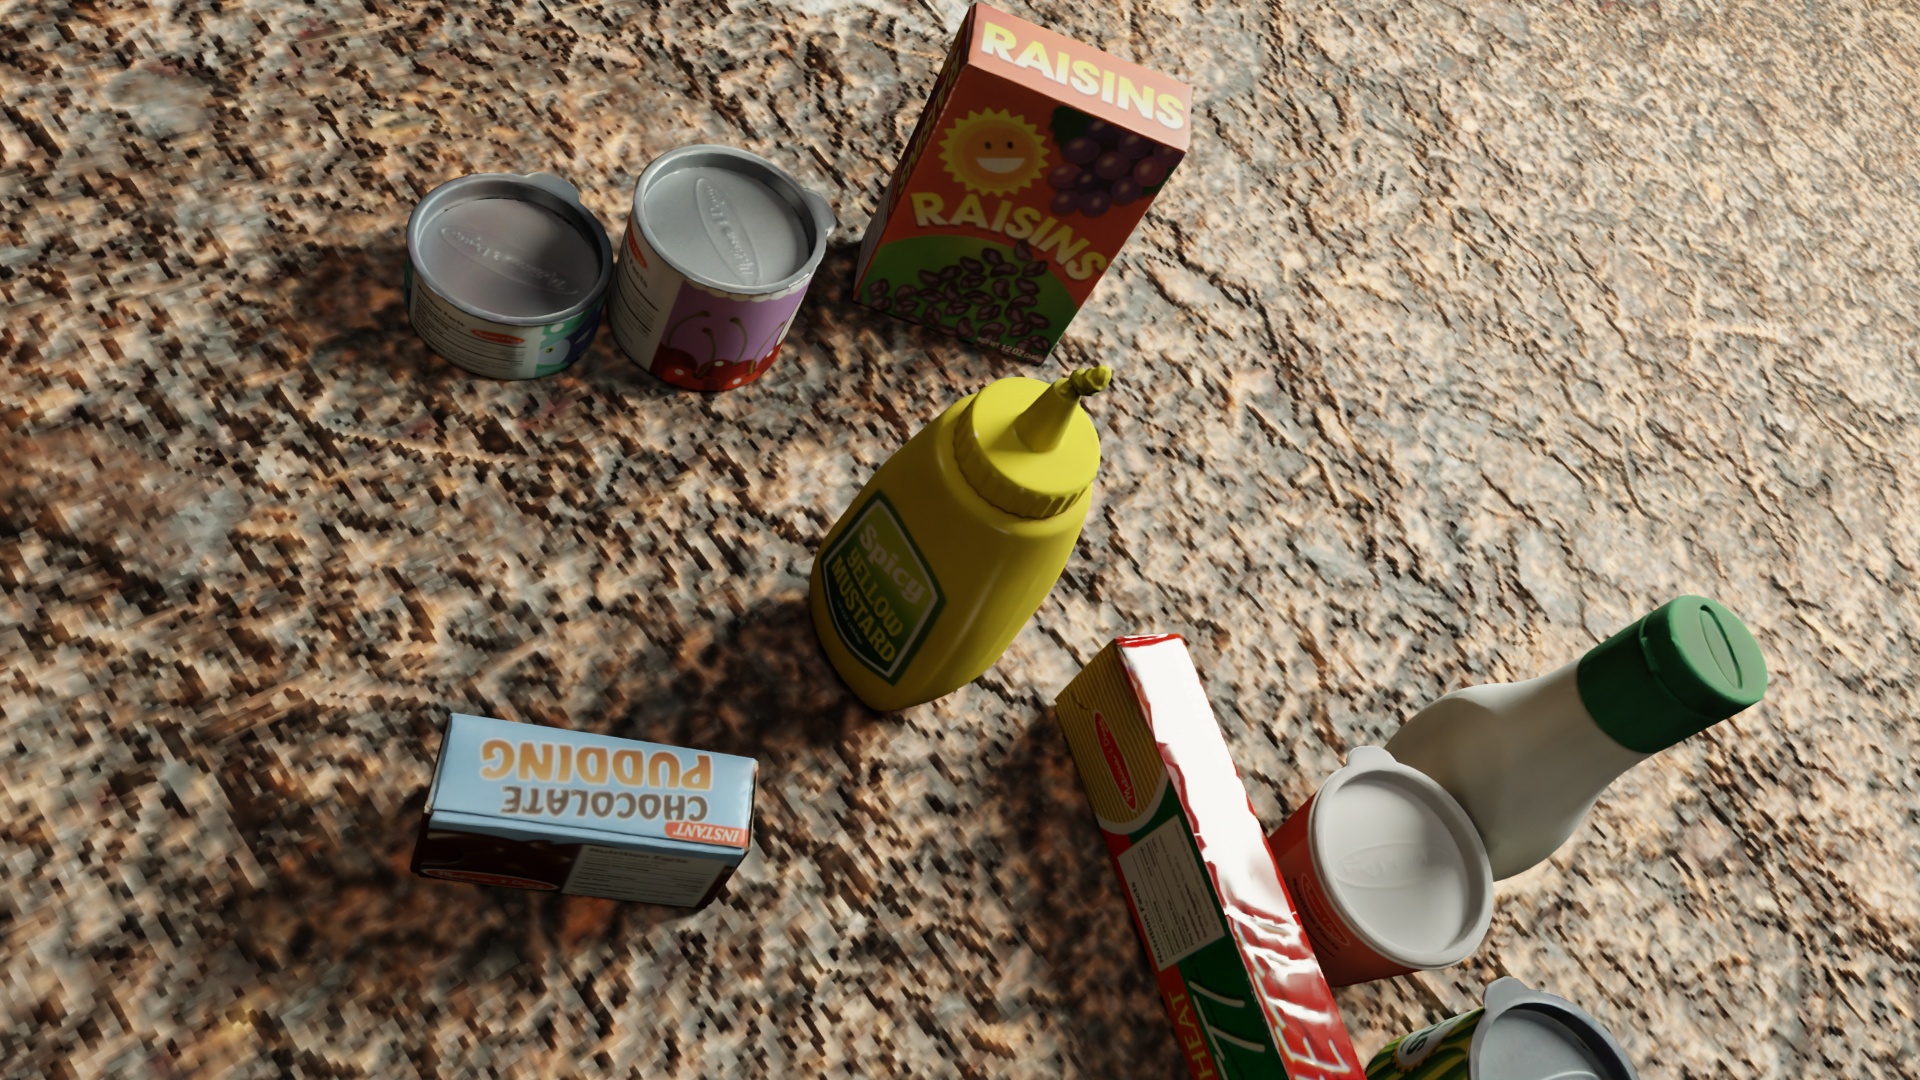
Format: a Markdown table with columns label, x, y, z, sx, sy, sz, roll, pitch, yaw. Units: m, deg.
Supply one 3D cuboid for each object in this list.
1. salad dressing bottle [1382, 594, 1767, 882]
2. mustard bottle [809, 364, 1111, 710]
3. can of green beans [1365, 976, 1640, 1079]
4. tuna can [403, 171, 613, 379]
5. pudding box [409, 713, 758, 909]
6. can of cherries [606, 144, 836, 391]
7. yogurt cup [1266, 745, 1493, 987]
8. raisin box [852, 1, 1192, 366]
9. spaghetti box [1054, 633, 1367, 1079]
| label | x | y | z | sx | sy | sz | roll | pitch | yaw |
| --- | --- | --- | --- | --- | --- | --- | --- | --- | --- |
| salad dressing bottle | 0.192 | 0.068 | 0.457 | 0.044 | 0.147 | 0.064 | 8 | 57 | -20 |
| mustard bottle | 0.001 | -0.005 | 0.408 | 0.049 | 0.159 | 0.065 | -22 | 70 | -34 |
| can of green beans | 0.167 | 0.180 | 0.429 | 0.071 | 0.057 | 0.071 | 12 | 55 | -18 |
| tuna can | -0.153 | -0.092 | 0.474 | 0.071 | 0.032 | 0.071 | 12 | 55 | -18 |
| pudding box | -0.102 | 0.075 | 0.378 | 0.084 | 0.049 | 0.030 | 11 | 55 | -18 |
| can of cherries | -0.085 | -0.095 | 0.491 | 0.071 | 0.058 | 0.072 | 12 | 55 | -18 |
| yogurt cup | 0.131 | 0.113 | 0.459 | 0.072 | 0.053 | 0.073 | 12 | 55 | -18 |
| raisin box | 0.020 | -0.128 | 0.520 | 0.086 | 0.122 | 0.040 | 18 | 54 | -14 |
| spaghetti box | 0.090 | 0.149 | 0.419 | 0.029 | 0.050 | 0.251 | -6 | 62 | -28 |
